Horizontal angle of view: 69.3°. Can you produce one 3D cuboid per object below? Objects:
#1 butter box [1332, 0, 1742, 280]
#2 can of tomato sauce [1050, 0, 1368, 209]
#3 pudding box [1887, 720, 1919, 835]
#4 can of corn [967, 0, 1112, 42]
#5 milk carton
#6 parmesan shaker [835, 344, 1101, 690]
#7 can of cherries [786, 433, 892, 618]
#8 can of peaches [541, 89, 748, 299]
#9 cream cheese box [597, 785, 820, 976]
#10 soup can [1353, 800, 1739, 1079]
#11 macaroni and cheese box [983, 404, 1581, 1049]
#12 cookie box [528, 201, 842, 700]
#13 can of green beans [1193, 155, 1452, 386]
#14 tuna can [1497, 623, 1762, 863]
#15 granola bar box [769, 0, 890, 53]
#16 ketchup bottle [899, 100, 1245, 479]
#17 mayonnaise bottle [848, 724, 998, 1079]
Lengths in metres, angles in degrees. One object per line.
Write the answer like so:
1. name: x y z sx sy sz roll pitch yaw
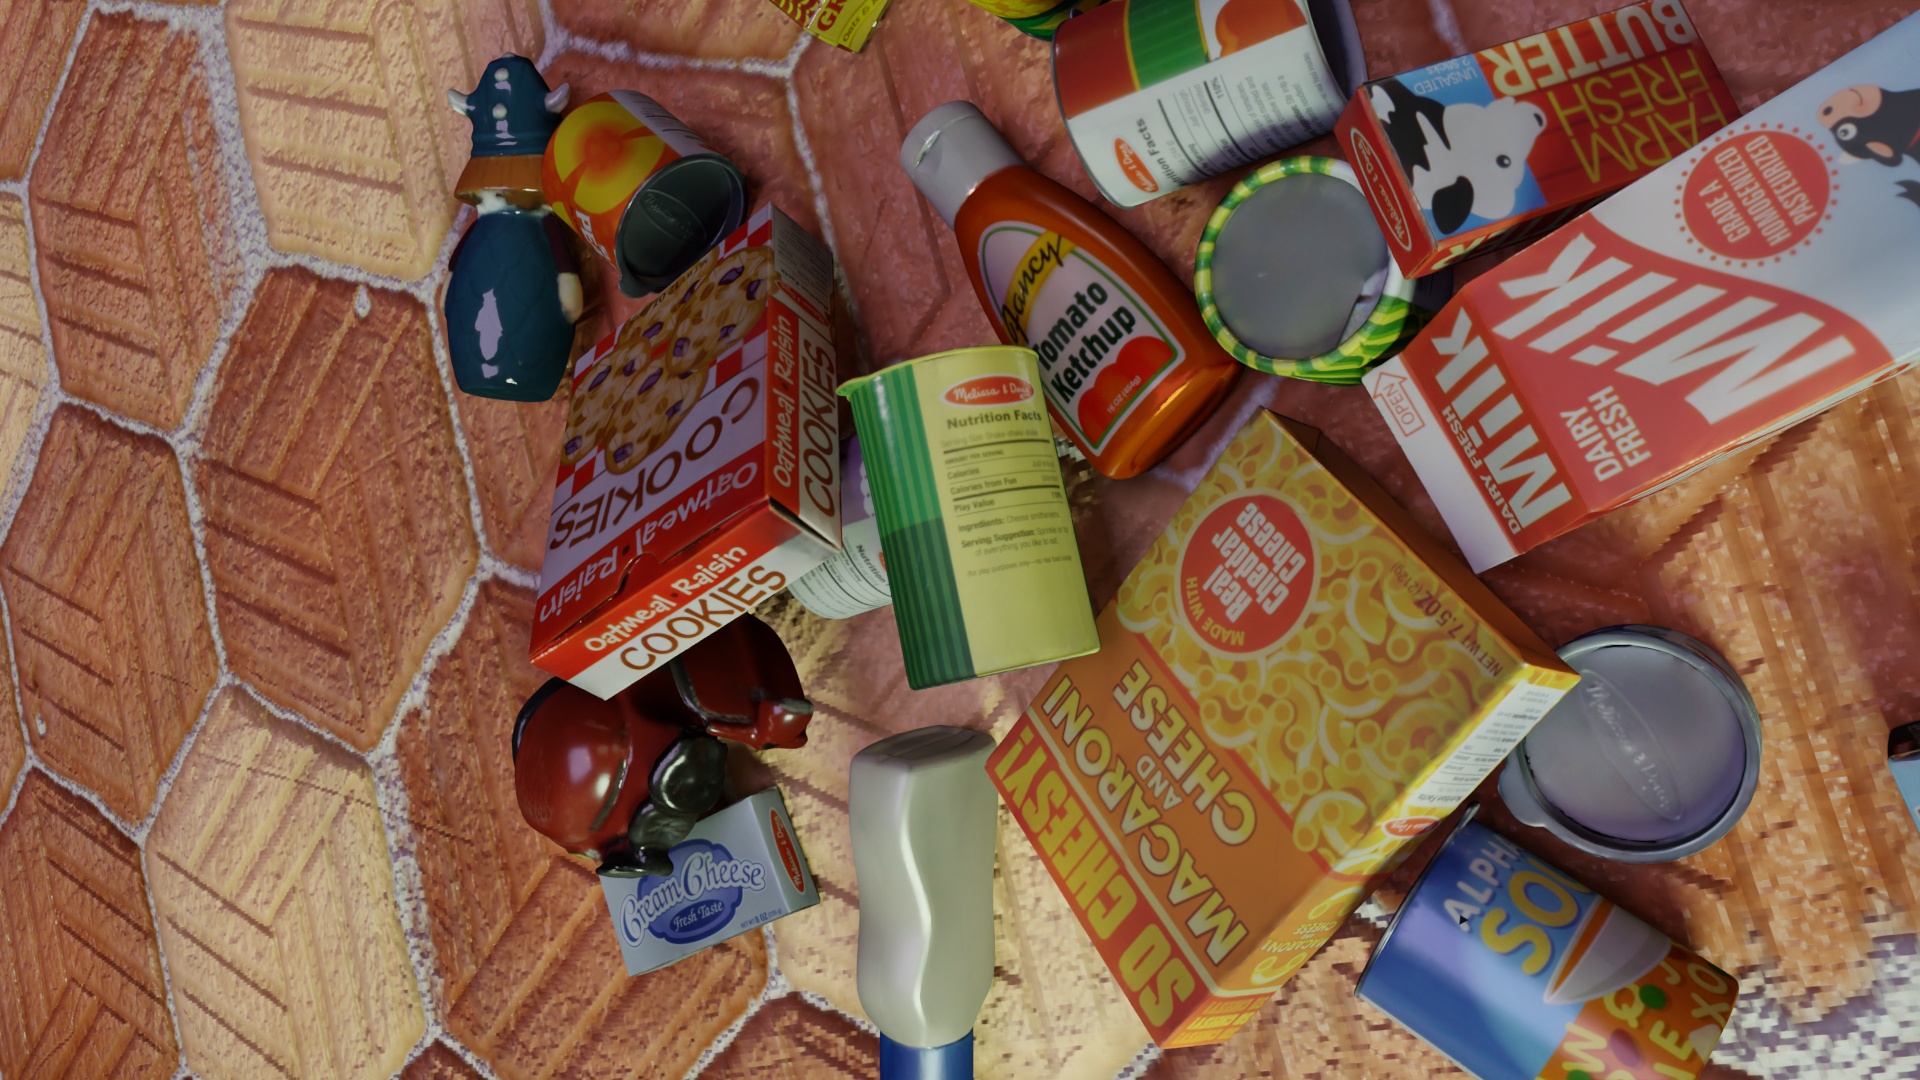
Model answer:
1. butter box: 0.164 -0.115 0.392 0.104 0.024 0.053 -19 78 -8
2. can of tomato sauce: 0.081 -0.155 0.452 0.083 0.071 0.071 -14 84 31
3. pudding box: 0.269 0.086 0.351 0.030 0.050 0.084 -26 78 32
4. can of corn: 0.027 -0.217 0.488 0.071 0.058 0.071 2 93 32
5. milk carton: 0.207 -0.064 0.371 0.190 0.073 0.072 -33 75 29
6. parmesan shaker: 0.002 -0.006 0.464 0.071 0.071 0.103 -16 82 32
7. can of cherries: -0.032 -0.010 0.530 0.058 0.071 0.071 -20 81 32
8. can of peaches: -0.135 -0.146 0.587 0.058 0.071 0.071 43 113 24
9. cream cheese box: -0.112 0.150 0.609 0.103 0.024 0.053 -29 75 29
10. soup can: 0.170 0.128 0.405 0.084 0.071 0.071 32 108 27
11. macaroni and cheese box: 0.092 0.060 0.448 0.165 0.040 0.124 -55 46 22
12. cookie box: -0.104 -0.038 0.535 0.122 0.040 0.168 -32 42 26
13. can of green beans: 0.114 -0.083 0.438 0.071 0.058 0.071 1 93 32
14. tuna can: 0.195 0.059 0.407 0.071 0.033 0.071 1 92 32
15. granola bar box: -0.071 -0.295 0.559 0.166 0.039 0.123 45 113 23
16. ketchup bottle: 0.033 -0.095 0.497 0.064 0.044 0.149 -49 67 32
17. mayonnaise bottle: -0.013 0.148 0.526 0.041 0.065 0.148 5 98 35
